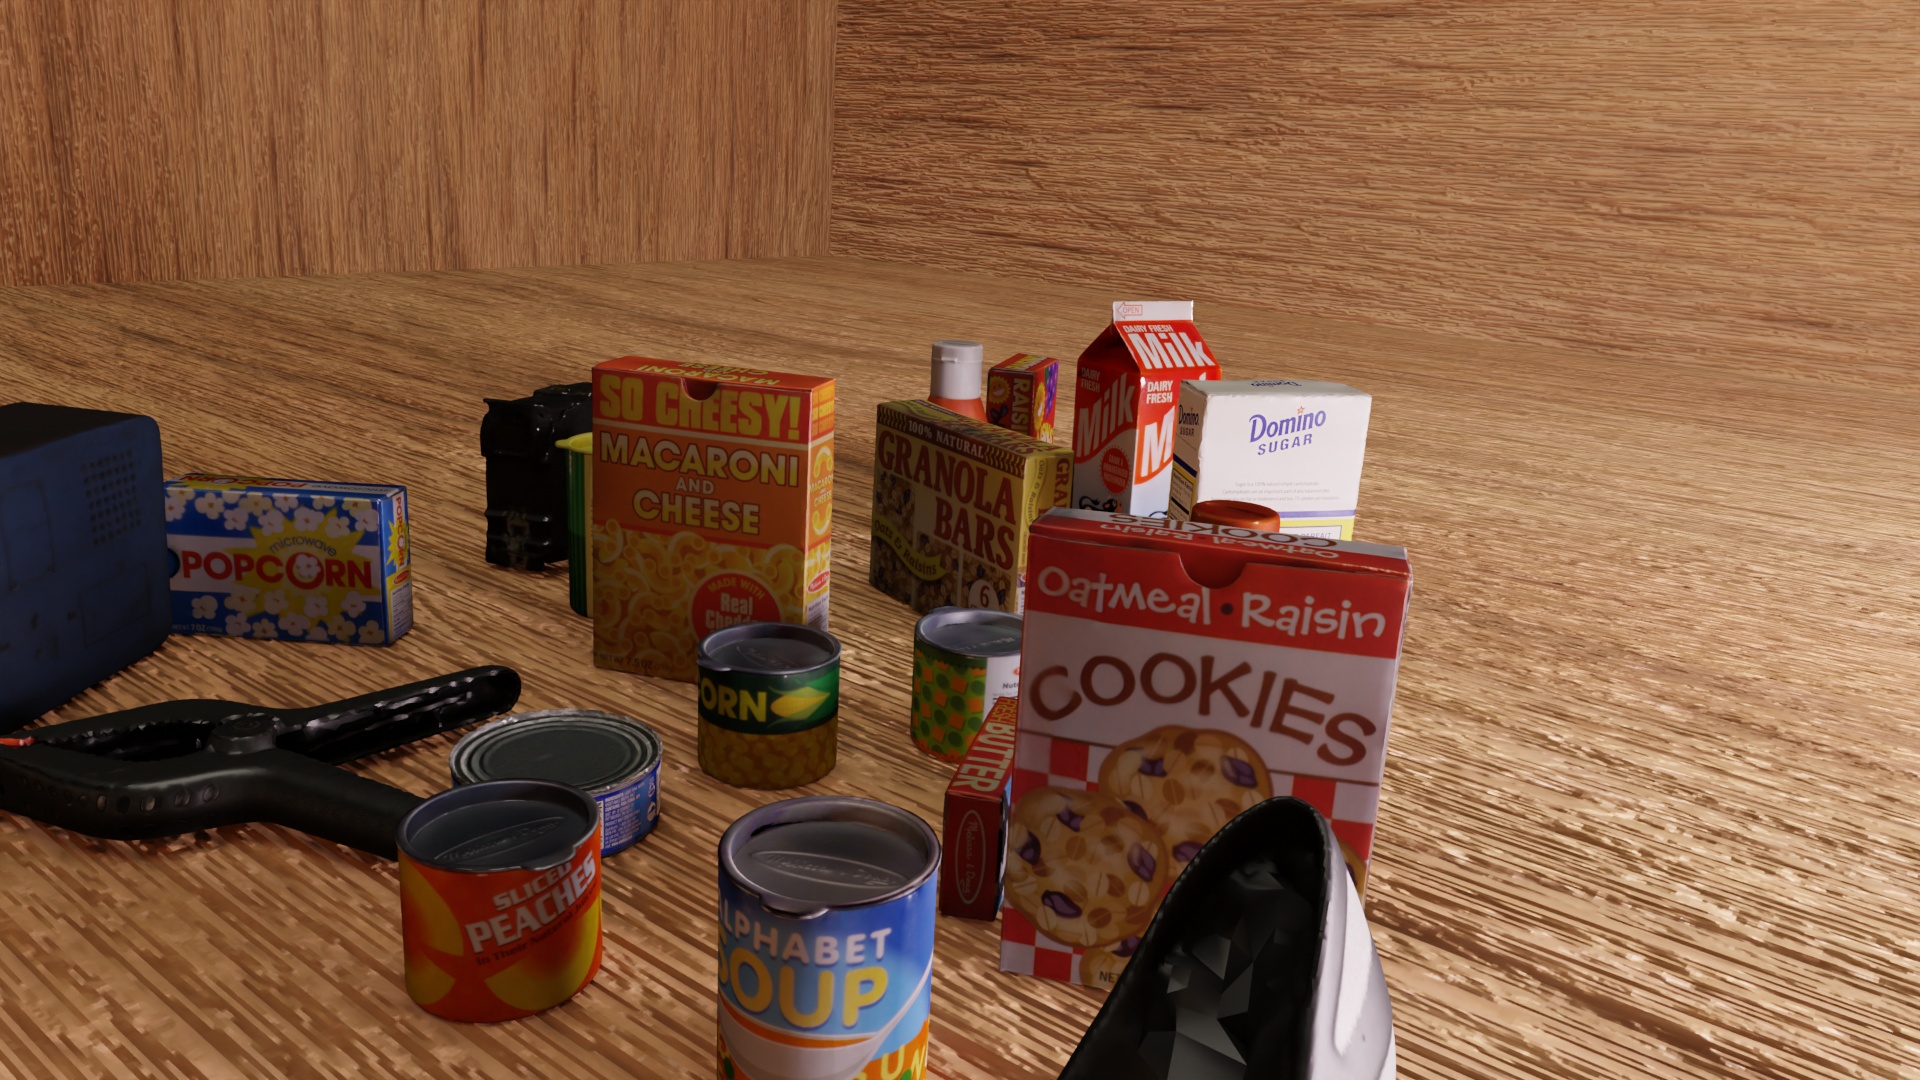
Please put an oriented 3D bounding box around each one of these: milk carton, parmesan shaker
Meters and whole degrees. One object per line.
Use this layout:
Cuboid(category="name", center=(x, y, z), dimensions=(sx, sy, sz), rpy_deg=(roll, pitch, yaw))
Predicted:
Cuboid(category="milk carton", center=(0.126, -0.070, 0.960), dimensions=(0.072, 0.190, 0.073), rpy_deg=(-7, 18, -32))
Cuboid(category="parmesan shaker", center=(-0.207, -0.010, 0.840), dimensions=(0.071, 0.102, 0.071), rpy_deg=(3, 16, -1))

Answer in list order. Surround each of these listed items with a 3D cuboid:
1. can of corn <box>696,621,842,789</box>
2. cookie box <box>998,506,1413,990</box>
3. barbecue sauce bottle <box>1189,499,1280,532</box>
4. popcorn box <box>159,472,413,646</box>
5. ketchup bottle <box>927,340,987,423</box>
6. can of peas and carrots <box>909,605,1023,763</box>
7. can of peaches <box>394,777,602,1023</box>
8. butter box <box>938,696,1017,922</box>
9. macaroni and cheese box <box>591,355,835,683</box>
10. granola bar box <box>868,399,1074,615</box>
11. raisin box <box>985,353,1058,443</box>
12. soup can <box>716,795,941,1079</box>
Cuboid(category="can of corn", center=(-0.091, 0.076, 0.646), dimensions=(0.071, 0.058, 0.071), rpy_deg=(3, 16, -1))
Cuboid(category="cookie box", center=(0.081, 0.078, 0.479), dimensions=(0.123, 0.167, 0.040), rpy_deg=(7, 16, 12))
Cuboid(category="barbecue sauce bottle", center=(0.108, 0.058, 0.587), dimensions=(0.065, 0.148, 0.044), rpy_deg=(17, 20, 40))
Cuboid(category="popcorn box", center=(-0.373, 0.010, 0.770), dimensions=(0.127, 0.085, 0.038), rpy_deg=(3, 16, 0))
Cuboid(category="ketchup bottle", center=(-0.006, -0.069, 1.004), dimensions=(0.065, 0.148, 0.044), rpy_deg=(8, 16, 17))
Cuboid(category="can of peas and carrots", center=(0.007, 0.070, 0.686), dimensions=(0.071, 0.058, 0.071), rpy_deg=(3, 16, -1))
Cuboid(category="can of peaches", center=(-0.155, 0.122, 0.474), dimensions=(0.071, 0.058, 0.071), rpy_deg=(3, 16, -1))
Cuboid(category="butter box", center=(0.015, 0.107, 0.571), dimensions=(0.024, 0.053, 0.104), rpy_deg=(7, 16, 12))
Cuboid(category="macaroni and cheese box", center=(-0.131, -0.007, 0.733), dimensions=(0.124, 0.166, 0.040), rpy_deg=(7, 16, 14))
Cuboid(category="granola bar box", center=(0.003, -0.011, 0.849), dimensions=(0.039, 0.123, 0.166), rpy_deg=(-7, 19, -33))
Cuboid(category="raisin box", center=(0.047, -0.081, 1.104), dimensions=(0.040, 0.123, 0.086), rpy_deg=(8, 16, 16))
Cuboid(category="soup can", center=(-0.042, 0.131, 0.421), dimensions=(0.071, 0.083, 0.071), rpy_deg=(3, 16, -1))
